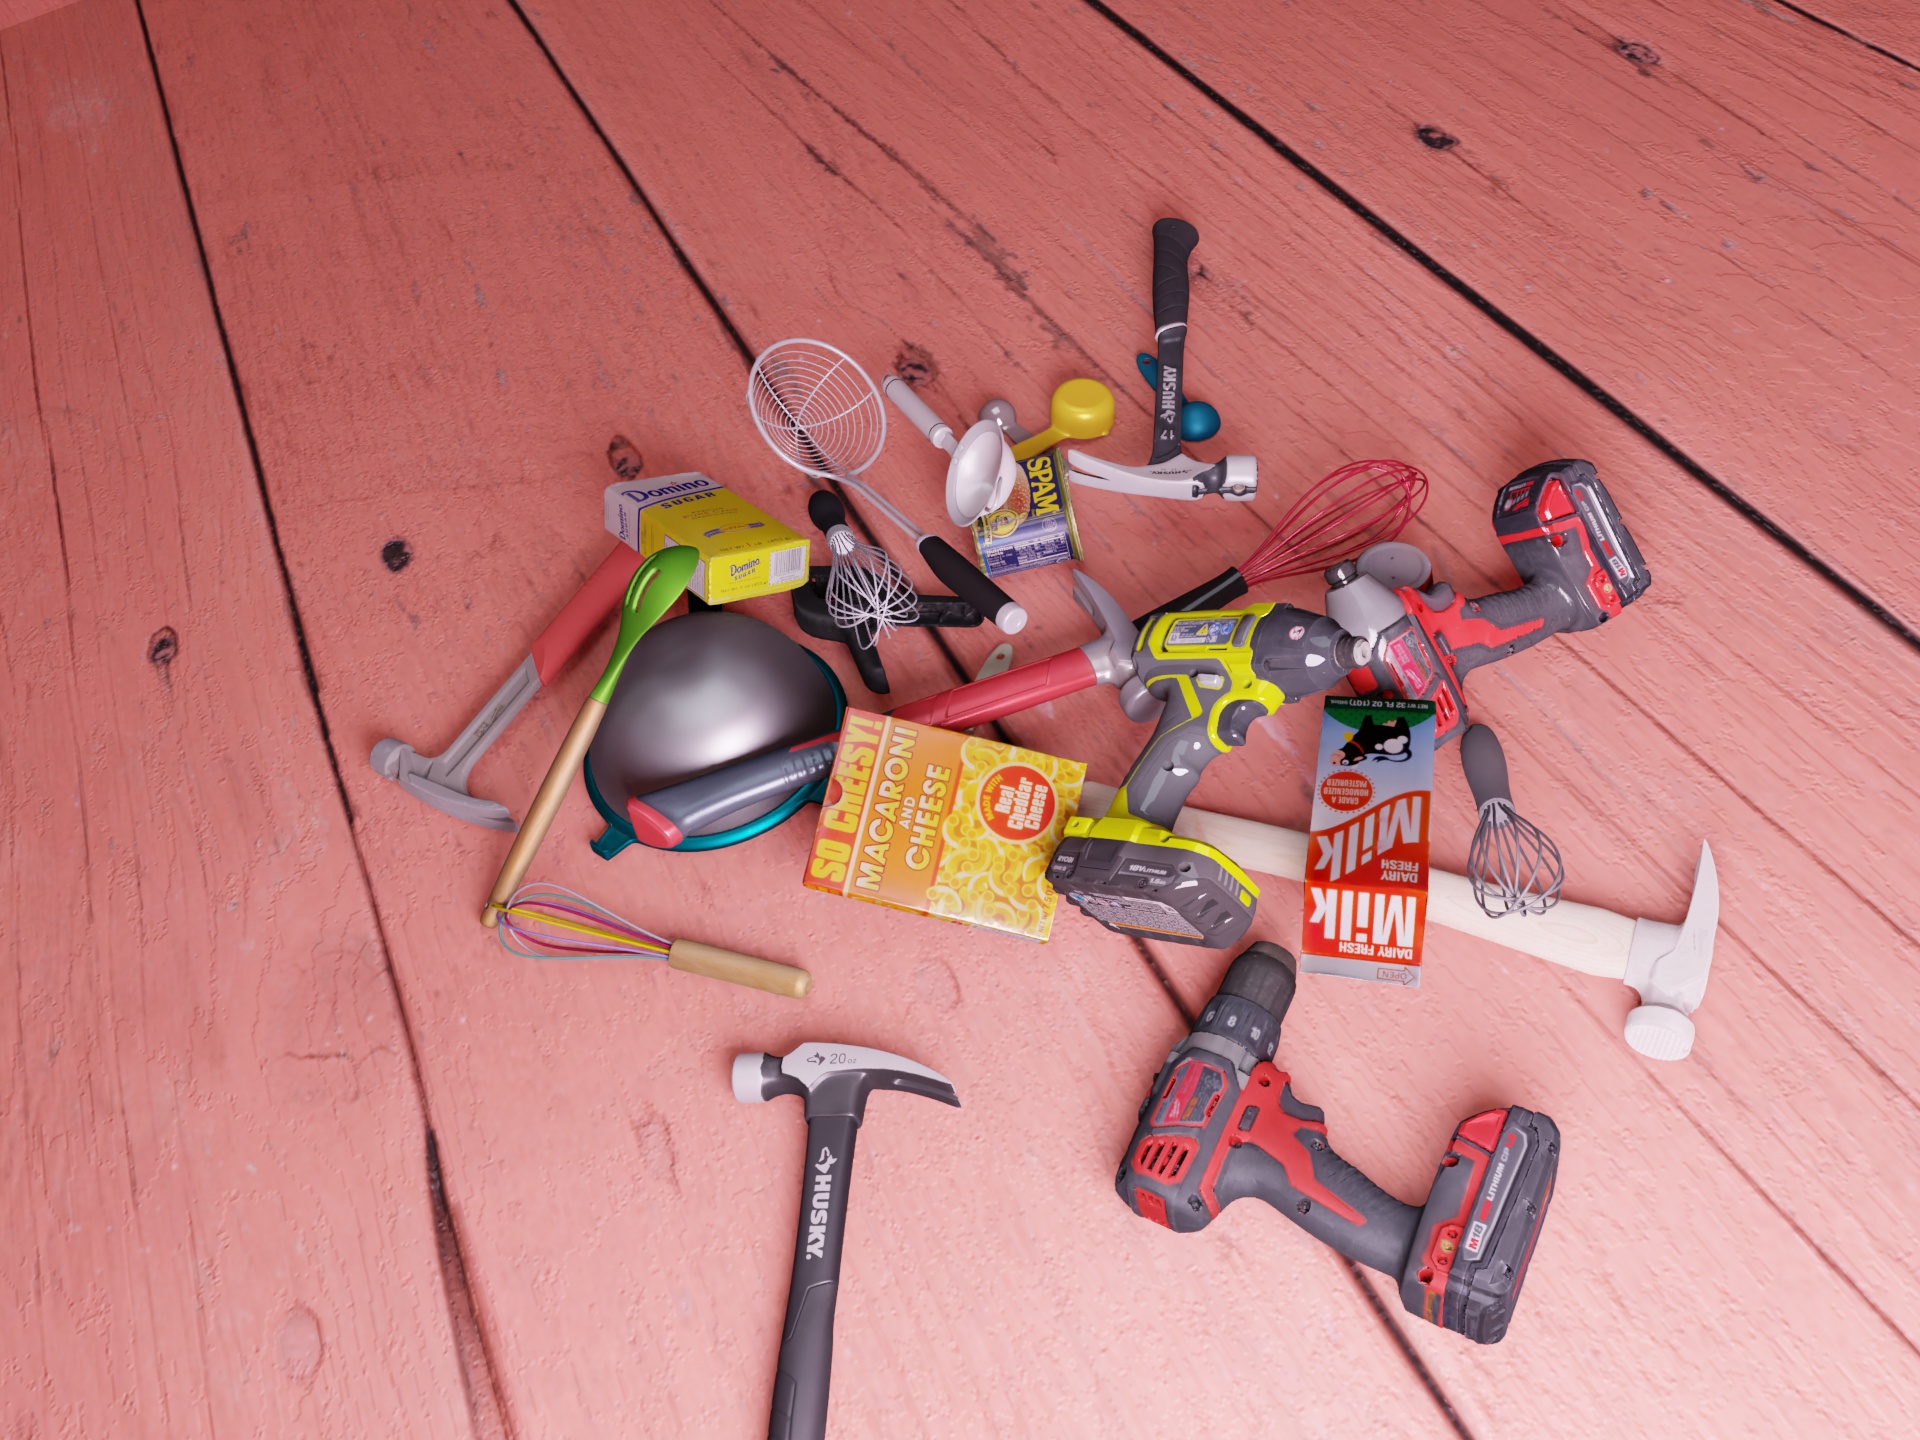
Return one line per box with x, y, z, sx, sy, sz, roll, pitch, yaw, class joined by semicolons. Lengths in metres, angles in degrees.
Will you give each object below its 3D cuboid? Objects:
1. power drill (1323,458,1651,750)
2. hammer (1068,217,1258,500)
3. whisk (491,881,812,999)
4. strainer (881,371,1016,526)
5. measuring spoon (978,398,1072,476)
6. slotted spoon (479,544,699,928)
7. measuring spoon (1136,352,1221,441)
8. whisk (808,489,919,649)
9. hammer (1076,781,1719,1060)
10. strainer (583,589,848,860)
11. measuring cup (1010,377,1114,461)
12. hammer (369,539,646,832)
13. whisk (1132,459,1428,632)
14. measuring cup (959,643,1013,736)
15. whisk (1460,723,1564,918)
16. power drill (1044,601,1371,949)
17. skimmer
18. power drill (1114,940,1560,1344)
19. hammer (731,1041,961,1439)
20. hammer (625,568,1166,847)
0.356;-0.087;1.107;0.219;0.078;0.143;-32;96;-14;power drill
0.178;-0.324;1.382;0.149;0.036;0.409;1;46;7;hammer
-0.218;0.157;1.099;0.245;0.047;0.051;11;53;17;whisk
-0.010;-0.230;1.300;0.050;0.087;0.259;9;29;-36;strainer
0.057;-0.248;1.381;0.034;0.018;0.124;-33;53;-15;measuring spoon
-0.274;0.009;1.153;0.070;0.031;0.314;26;90;56;slotted spoon
0.184;-0.289;1.383;0.042;0.021;0.129;-23;52;-7;measuring spoon
-0.089;-0.130;1.255;0.070;0.070;0.285;-21;28;-4;whisk
0.271;0.095;1.042;0.411;0.038;0.146;14;54;23;hammer
-0.206;-0.061;1.239;0.211;0.095;0.341;-13;51;2;strainer
0.070;-0.248;1.356;0.156;0.029;0.062;-34;58;-27;measuring cup
-0.318;-0.069;1.310;0.149;0.036;0.359;19;58;26;hammer
0.230;-0.117;1.214;0.296;0.073;0.073;-31;51;-5;whisk
-0.002;-0.004;1.181;0.083;0.038;0.168;16;58;24;measuring cup
0.338;0.055;1.001;0.055;0.055;0.239;-2;24;12;whisk
0.158;0.026;1.015;0.171;0.080;0.223;2;59;48;power drill
-0.051;-0.192;1.250;0.127;0.090;0.364;-9;37;-34;skimmer
0.222;0.233;0.917;0.227;0.080;0.188;16;56;28;power drill
-0.081;0.343;0.920;0.146;0.035;0.335;-4;51;11;hammer
-0.052;-0.002;1.138;0.386;0.038;0.143;-19;48;-11;hammer
